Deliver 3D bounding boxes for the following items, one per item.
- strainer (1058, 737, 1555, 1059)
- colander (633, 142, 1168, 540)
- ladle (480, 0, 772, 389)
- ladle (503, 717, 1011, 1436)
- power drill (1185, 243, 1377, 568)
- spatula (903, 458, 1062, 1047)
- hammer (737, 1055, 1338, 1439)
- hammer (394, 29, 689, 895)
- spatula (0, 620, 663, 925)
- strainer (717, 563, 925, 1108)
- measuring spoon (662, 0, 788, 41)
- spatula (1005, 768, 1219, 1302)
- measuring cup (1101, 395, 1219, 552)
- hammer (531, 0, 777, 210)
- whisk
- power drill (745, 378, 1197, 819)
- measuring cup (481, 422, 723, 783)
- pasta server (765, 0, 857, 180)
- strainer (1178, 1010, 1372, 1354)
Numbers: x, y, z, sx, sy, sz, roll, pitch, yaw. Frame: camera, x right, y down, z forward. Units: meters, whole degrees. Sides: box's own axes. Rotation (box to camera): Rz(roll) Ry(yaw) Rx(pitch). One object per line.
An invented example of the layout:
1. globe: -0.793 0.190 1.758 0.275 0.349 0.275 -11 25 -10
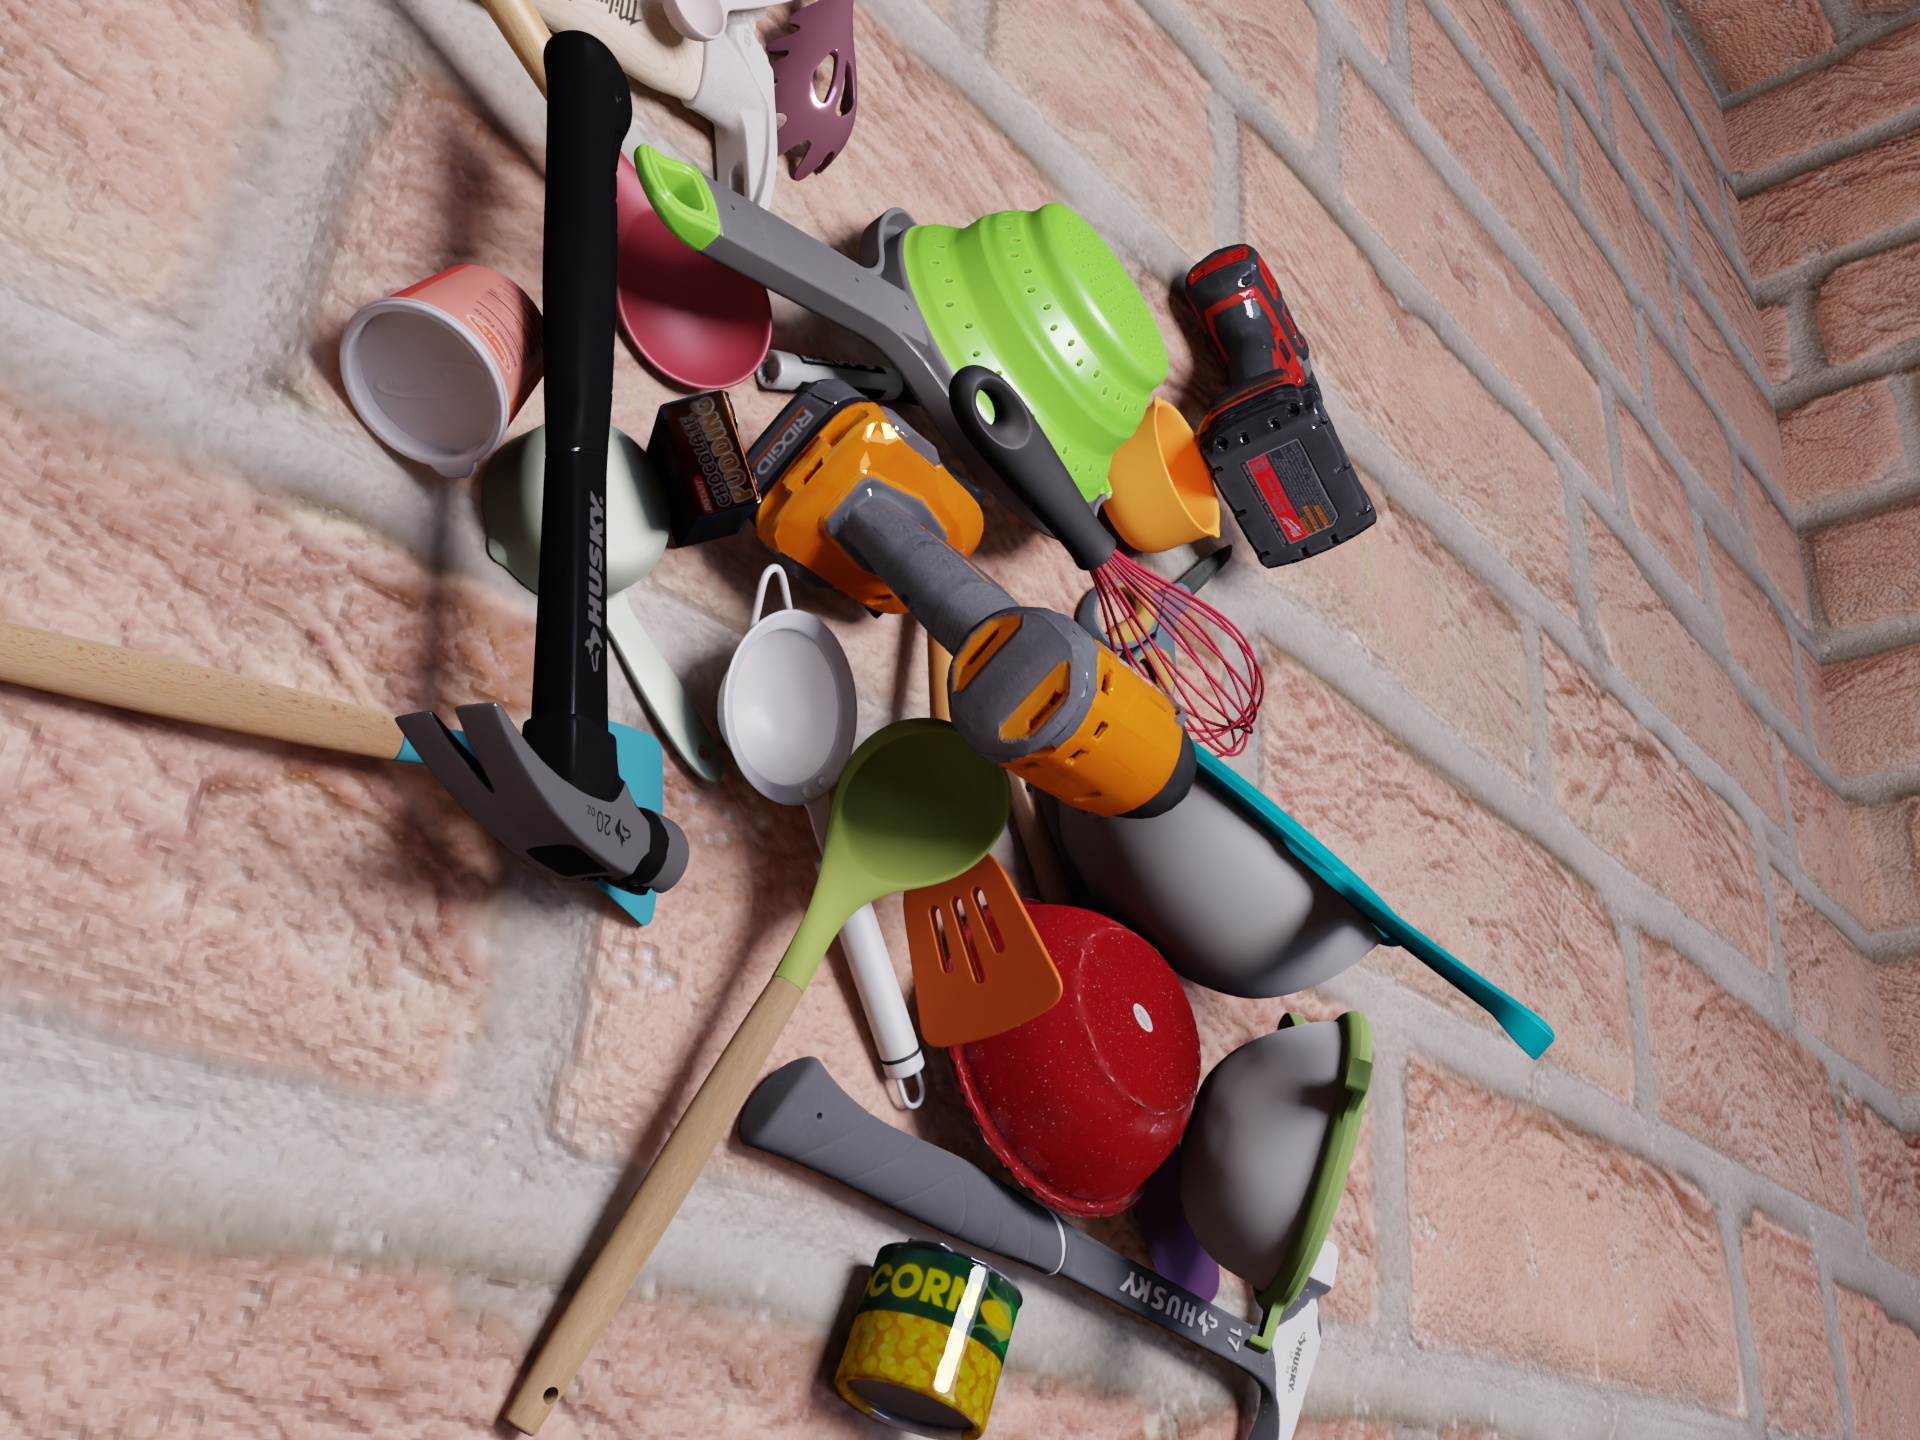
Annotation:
1. strainer: 0.147 0.101 0.786 0.210 0.341 0.095 40 91 -30
2. colander: 0.003 -0.213 0.781 0.396 0.094 0.205 10 53 -58
3. ladle: -0.175 -0.275 0.665 0.069 0.031 0.315 -41 125 -14
4. ladle: -0.074 0.127 0.624 0.078 0.062 0.320 50 55 -29
5. power drill: 0.222 -0.203 1.094 0.187 0.080 0.227 52 26 -34
6. spatula: -0.001 -0.002 0.782 0.041 0.081 0.323 32 43 -39
7. hammer: 0.052 0.263 0.767 0.408 0.036 0.149 37 59 -33
8. hammer: -0.145 -0.111 0.589 0.146 0.035 0.335 47 37 -68
9. spatula: -0.226 0.005 0.552 0.317 0.044 0.082 18 62 -40
10. strainer: -0.060 0.058 0.714 0.087 0.050 0.258 -29 104 -50
11. measuring spoon: -0.109 -0.352 0.773 0.034 0.018 0.124 63 35 -18
12. spatula: 0.081 0.172 0.856 0.060 0.018 0.316 -25 97 -47
13. measuring cup: 0.131 -0.164 1.023 0.095 0.052 0.174 63 26 -13
14. hammer: -0.237 -0.331 0.654 0.410 0.038 0.146 12 68 -47
15. whisk: 0.079 -0.075 0.820 0.295 0.073 0.073 47 45 -38
16. power drill: 0.012 -0.043 0.705 0.227 0.084 0.164 47 9 34
17. measuring cup: -0.134 -0.050 0.666 0.083 0.038 0.167 -41 106 -49
18. pasta server: -0.066 -0.439 0.880 0.060 0.040 0.316 26 60 -42
19. strainer: 0.155 0.197 0.833 0.256 0.069 0.151 -46 153 -77
